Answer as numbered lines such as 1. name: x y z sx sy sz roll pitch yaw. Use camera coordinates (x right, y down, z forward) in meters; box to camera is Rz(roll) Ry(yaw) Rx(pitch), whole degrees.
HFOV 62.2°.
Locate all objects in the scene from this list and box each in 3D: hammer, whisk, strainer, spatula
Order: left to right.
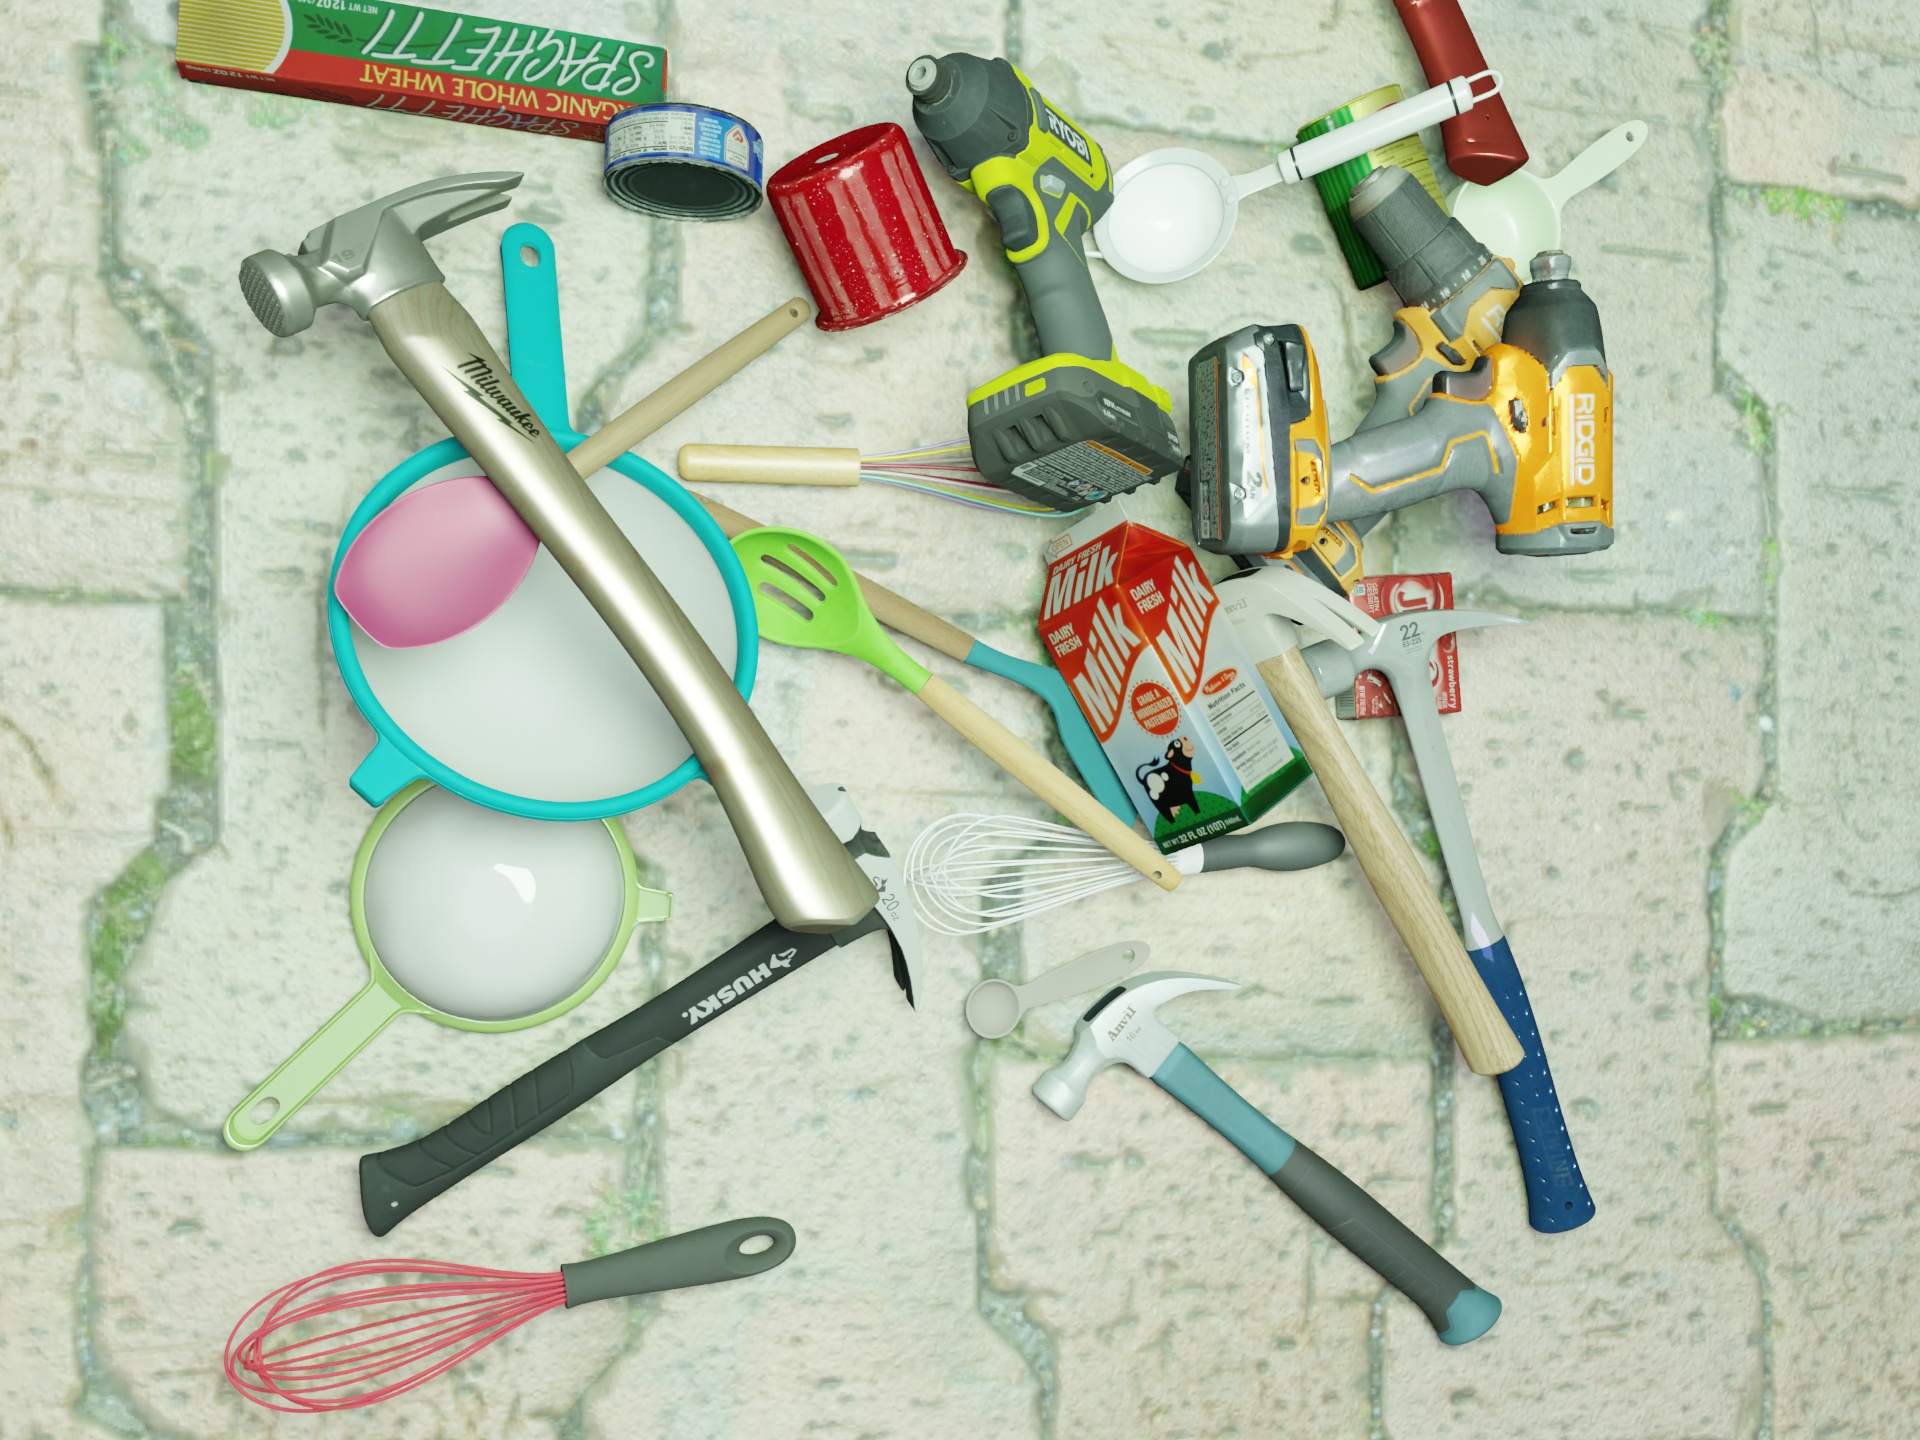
1. strainer: -0.282 0.130 0.827 0.256 0.069 0.151 -44 100 -12
2. whisk: -0.231 0.307 0.848 0.295 0.073 0.073 -6 91 -21
3. strainer: -0.227 -0.097 0.842 0.211 0.095 0.341 1 68 -27
4. hammer: -0.163 -0.075 0.775 0.146 0.038 0.410 -39 97 -34
5. hammer: -0.172 0.174 0.856 0.335 0.035 0.146 -32 124 -6
6. whisk: -0.037 -0.140 0.909 0.245 0.047 0.051 0 78 -10
7. spatula: -0.022 -0.044 0.909 0.317 0.044 0.082 28 45 -5
8. whisk: 0.102 0.083 0.935 0.284 0.070 0.070 -3 90 -19
9. strainer: 0.183 -0.314 0.918 0.258 0.050 0.087 -18 74 21
10. hammer: 0.203 0.274 0.968 0.331 0.033 0.128 41 81 -11
11. hammer: 0.238 0.060 0.921 0.031 0.130 0.331 -34 97 -34
12. hammer: 0.265 -0.498 0.970 0.149 0.036 0.359 -24 88 -13
13. hammer: 0.326 0.124 0.980 0.144 0.035 0.405 -21 99 -12

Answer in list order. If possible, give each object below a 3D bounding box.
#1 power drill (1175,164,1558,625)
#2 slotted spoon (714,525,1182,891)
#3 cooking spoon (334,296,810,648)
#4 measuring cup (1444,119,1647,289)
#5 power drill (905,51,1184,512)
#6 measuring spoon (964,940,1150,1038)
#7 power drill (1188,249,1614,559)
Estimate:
1. power drill: 0.232 -0.190 0.927 0.226 0.084 0.185 -41 100 6
2. slotted spoon: -0.001 -0.003 0.882 0.313 0.031 0.070 38 117 -6
3. cooking spoon: -0.183 -0.139 0.814 0.068 0.017 0.319 50 57 -8
4. measuring cup: 0.370 -0.333 1.014 0.167 0.038 0.083 -37 98 -14
5. power drill: 0.039 -0.236 0.847 0.080 0.171 0.223 -19 76 29
6. measuring spoon: 0.057 0.155 0.944 0.124 0.018 0.034 -17 94 -21
7. power drill: 0.242 -0.167 0.855 0.226 0.084 0.164 -3 97 -8
